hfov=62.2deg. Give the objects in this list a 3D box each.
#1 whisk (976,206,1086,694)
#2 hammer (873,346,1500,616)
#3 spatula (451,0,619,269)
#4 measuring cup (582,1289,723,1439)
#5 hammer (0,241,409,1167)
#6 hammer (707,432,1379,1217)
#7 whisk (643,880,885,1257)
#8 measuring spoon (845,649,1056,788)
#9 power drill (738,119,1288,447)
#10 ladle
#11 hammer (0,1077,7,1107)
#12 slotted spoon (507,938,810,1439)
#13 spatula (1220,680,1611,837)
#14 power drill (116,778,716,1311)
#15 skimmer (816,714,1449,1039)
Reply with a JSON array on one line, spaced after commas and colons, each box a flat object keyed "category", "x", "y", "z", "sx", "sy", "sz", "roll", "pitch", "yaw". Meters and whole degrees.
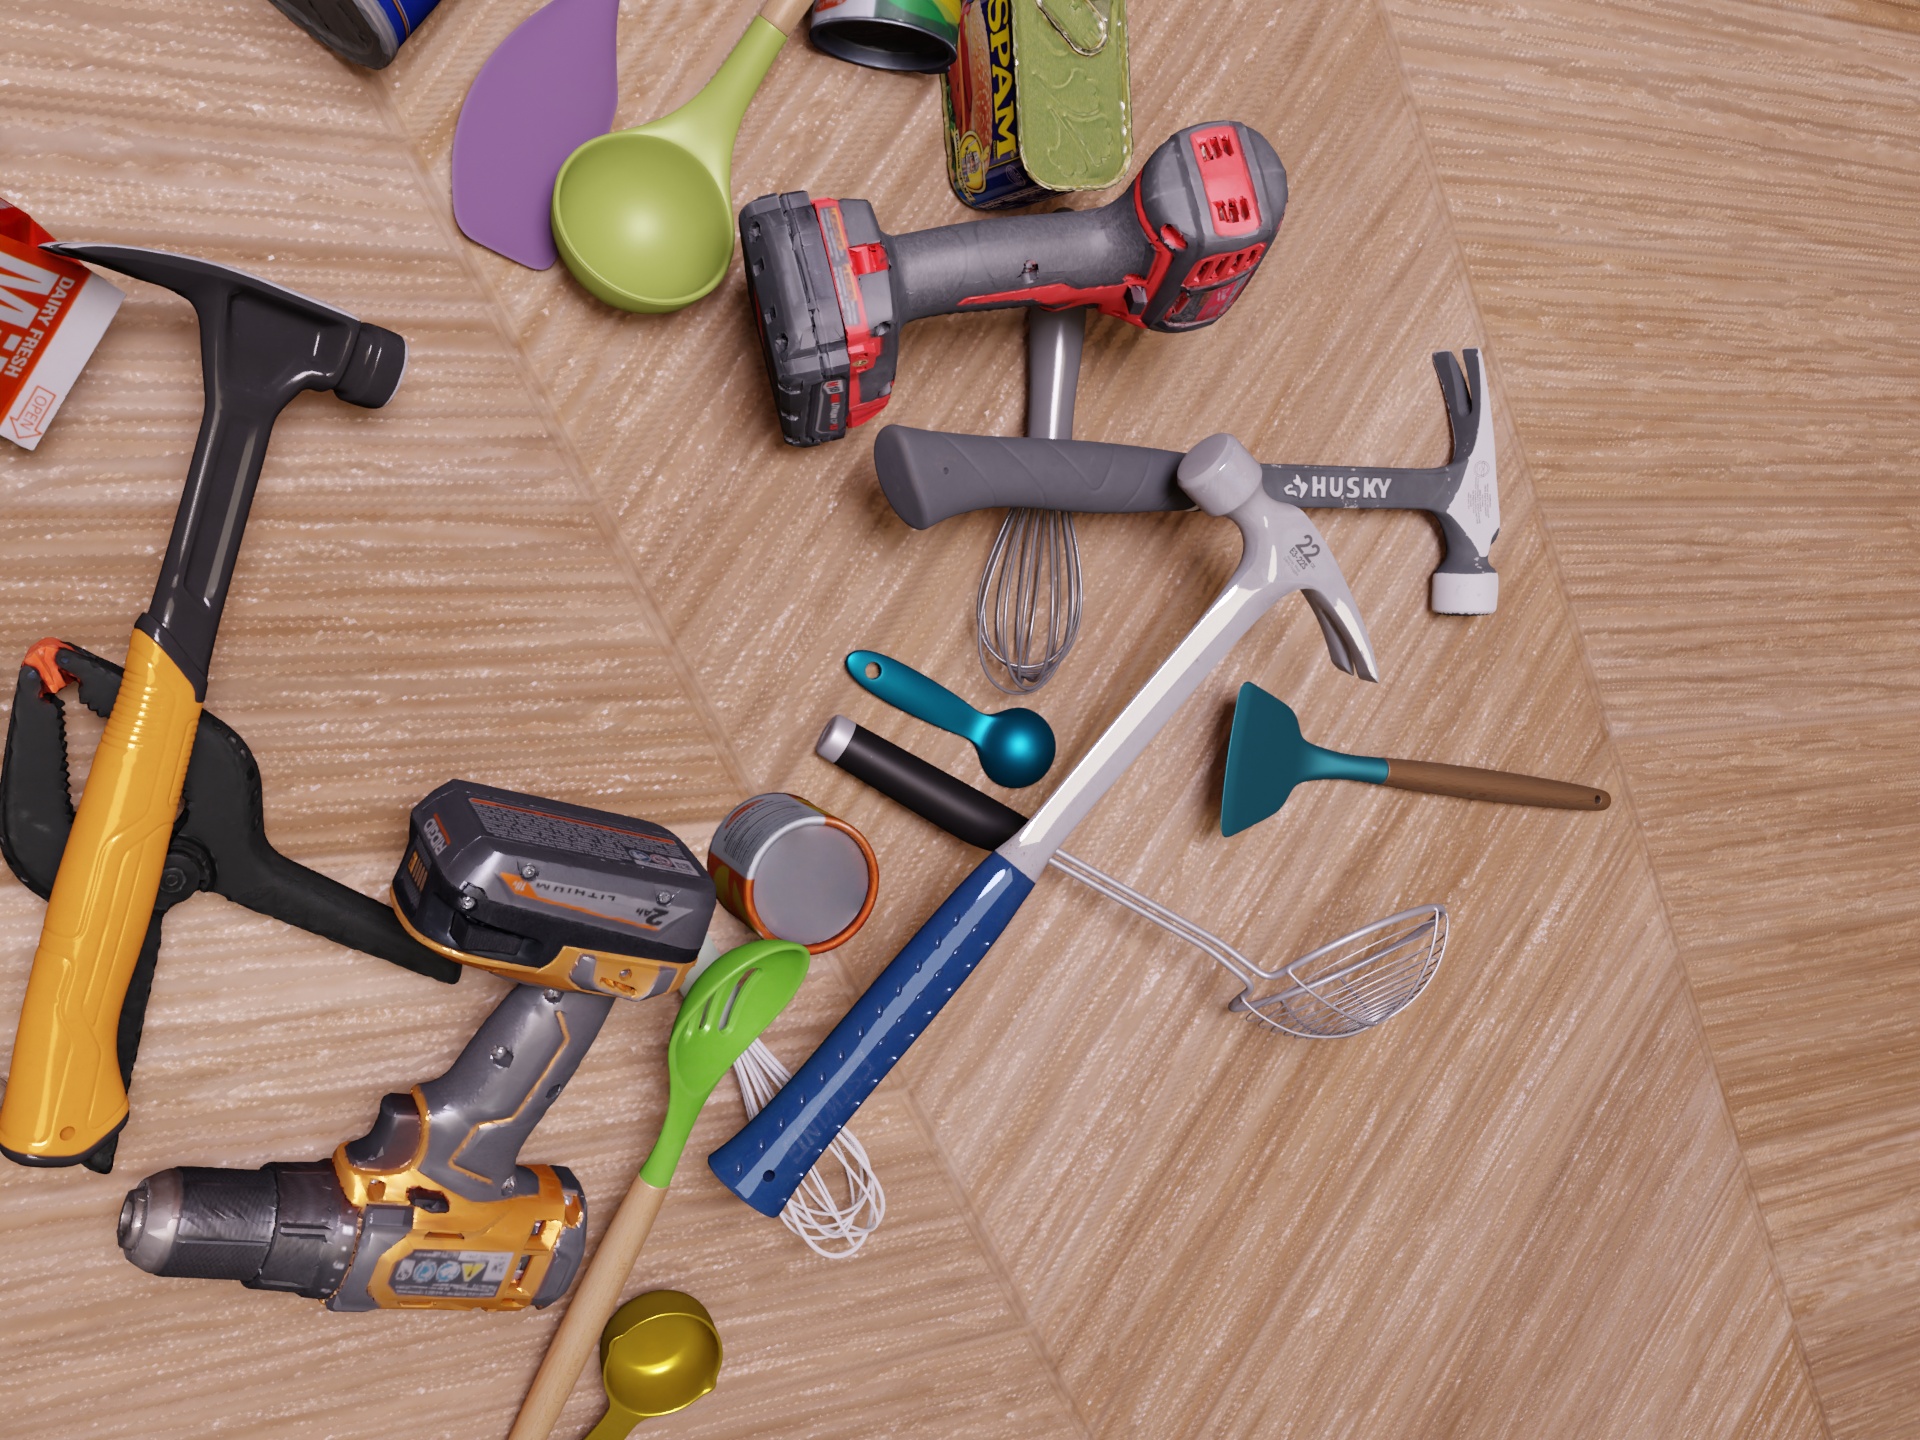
[{"category": "whisk", "x": 0.040, "y": -0.131, "z": 0.779, "sx": 0.055, "sy": 0.055, "sz": 0.239, "roll": 4, "pitch": 92, "yaw": -26}, {"category": "hammer", "x": 0.136, "y": -0.123, "z": 0.795, "sx": 0.408, "sy": 0.036, "sz": 0.149, "roll": -4, "pitch": 97, "yaw": -35}, {"category": "spatula", "x": -0.141, "y": -0.346, "z": 0.671, "sx": 0.059, "sy": 0.018, "sz": 0.316, "roll": 22, "pitch": 89, "yaw": -33}, {"category": "measuring cup", "x": -0.175, "y": 0.339, "z": 0.763, "sx": 0.062, "sy": 0.029, "sz": 0.156, "roll": 37, "pitch": 93, "yaw": -27}, {"category": "hammer", "x": -0.303, "y": -0.001, "z": 0.583, "sx": 0.127, "sy": 0.034, "sz": 0.337, "roll": 13, "pitch": 92, "yaw": -51}, {"category": "hammer", "x": 0.037, "y": 0.064, "z": 0.740, "sx": 0.144, "sy": 0.035, "sz": 0.405, "roll": 43, "pitch": 85, "yaw": -24}, {"category": "whisk", "x": -0.103, "y": 0.155, "z": 0.757, "sx": 0.059, "sy": 0.058, "sz": 0.246, "roll": -47, "pitch": 116, "yaw": -50}, {"category": "measuring spoon", "x": -0.001, "y": -0.003, "z": 0.788, "sx": 0.128, "sy": 0.021, "sz": 0.042, "roll": 28, "pitch": 85, "yaw": -28}, {"category": "power drill", "x": 0.021, "y": -0.188, "z": 0.690, "sx": 0.219, "sy": 0.143, "sz": 0.078, "roll": -13, "pitch": 85, "yaw": -6}, {"category": "ladle", "x": -0.061, "y": -0.306, "z": 0.647, "sx": 0.078, "sy": 0.062, "sz": 0.320, "roll": 33, "pitch": 102, "yaw": -19}, {"category": "hammer", "x": -0.477, "y": 0.048, "z": 0.540, "sx": 0.130, "sy": 0.031, "sz": 0.331, "roll": -27, "pitch": 123, "yaw": 20}, {"category": "slotted spoon", "x": -0.151, "y": 0.229, "z": 0.721, "sx": 0.070, "sy": 0.031, "sz": 0.313, "roll": 10, "pitch": 109, "yaw": -59}, {"category": "spatula", "x": 0.268, "y": 0.035, "z": 0.912, "sx": 0.317, "sy": 0.044, "sz": 0.082, "roll": 7, "pitch": 91, "yaw": -27}, {"category": "power drill", "x": -0.218, "y": 0.142, "z": 0.653, "sx": 0.185, "sy": 0.084, "sz": 0.226, "roll": 17, "pitch": 103, "yaw": -36}, {"category": "skimmer", "x": 0.094, "y": 0.071, "z": 0.827, "sx": 0.363, "sy": 0.127, "sz": 0.090, "roll": 29, "pitch": 47, "yaw": -15}]
